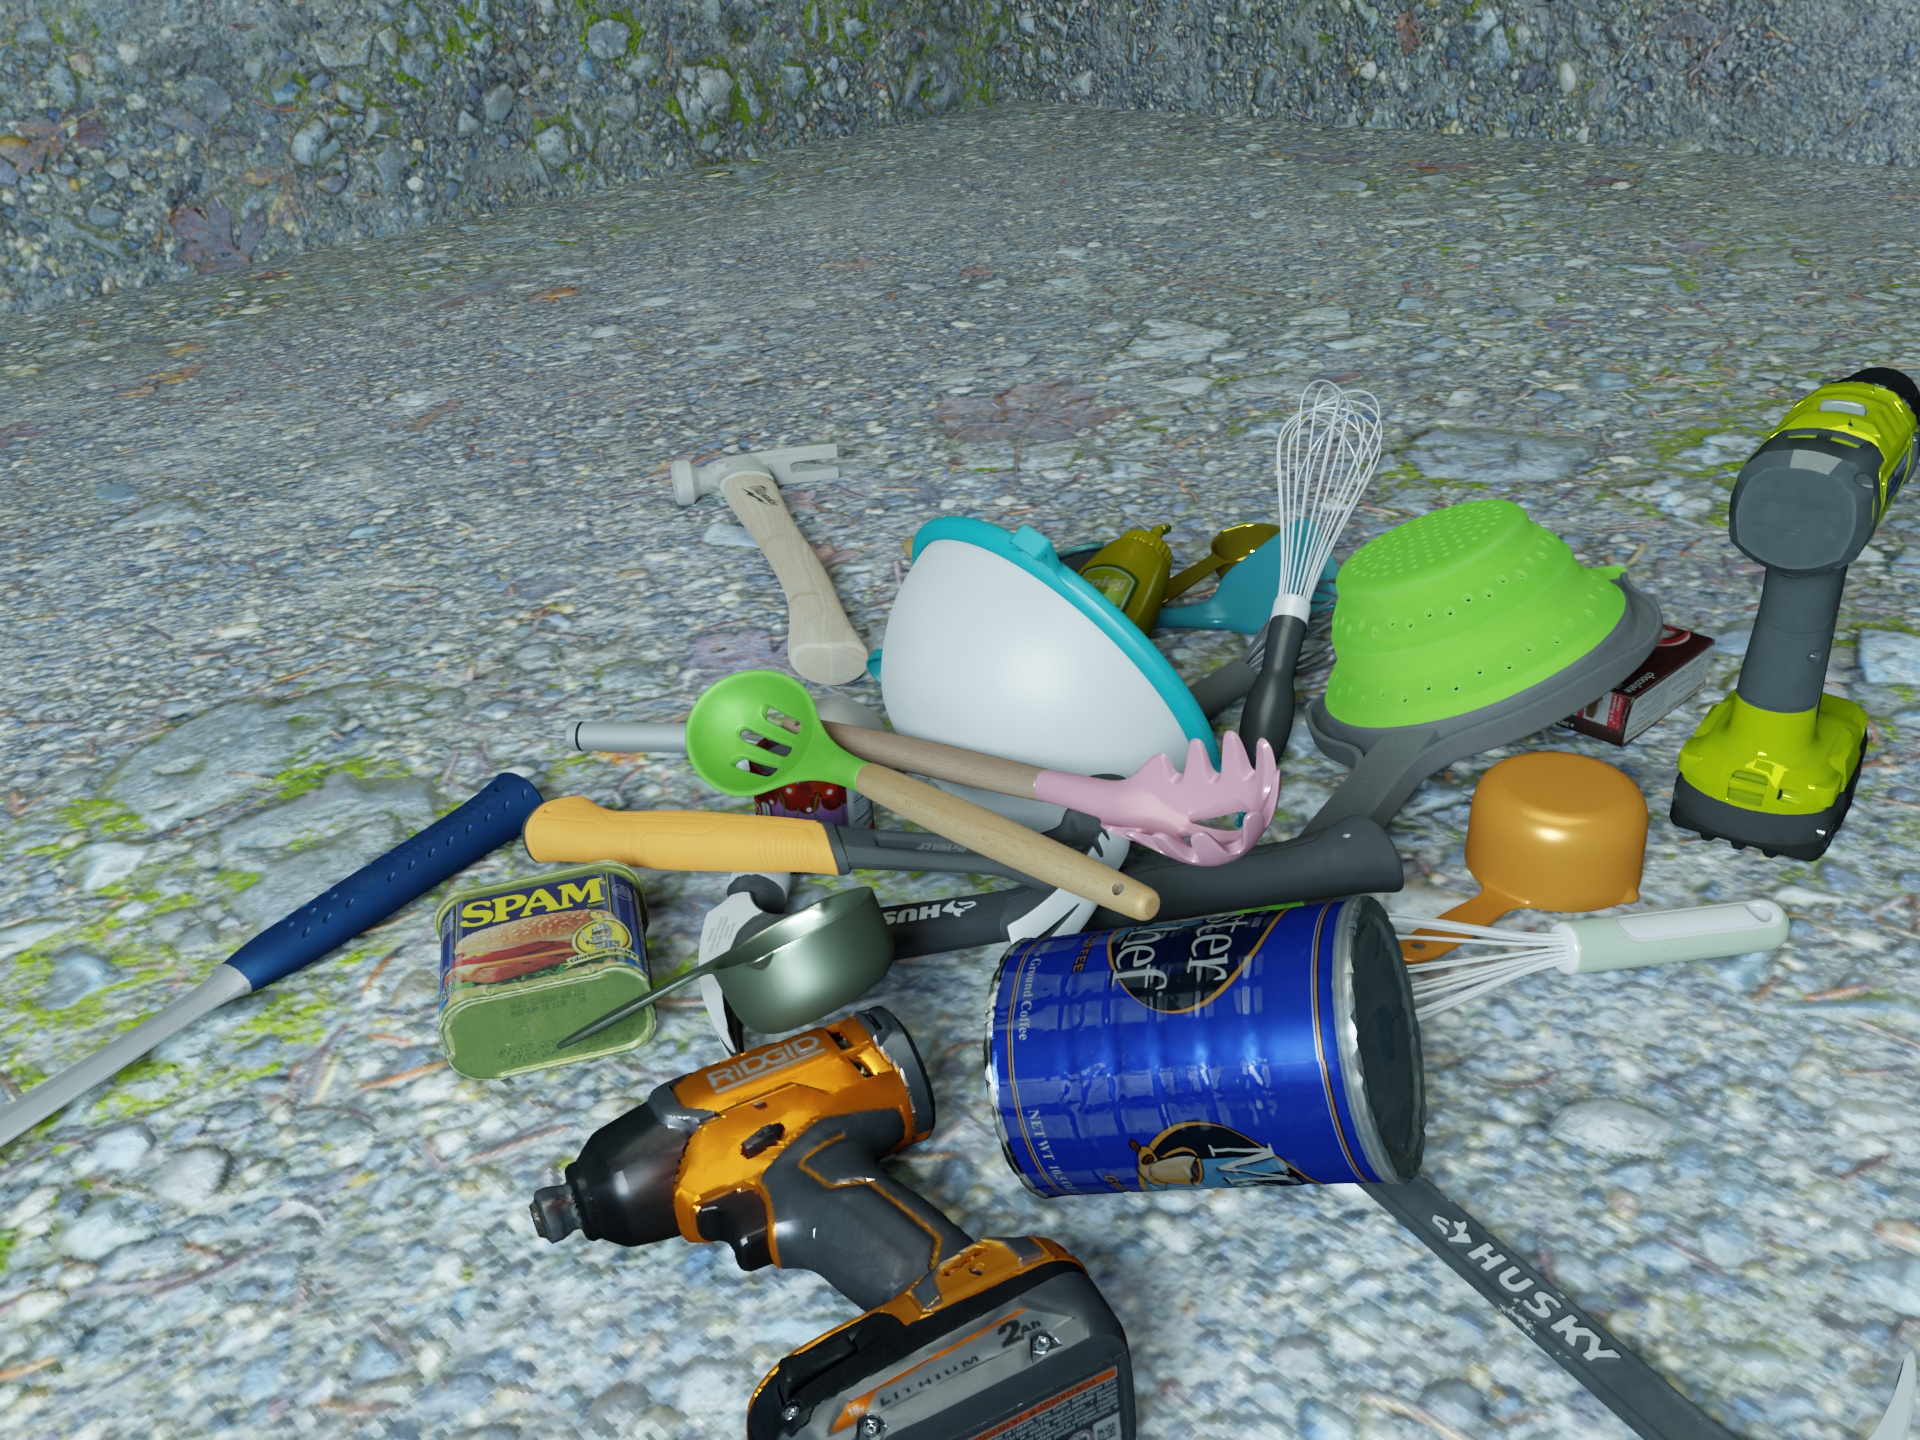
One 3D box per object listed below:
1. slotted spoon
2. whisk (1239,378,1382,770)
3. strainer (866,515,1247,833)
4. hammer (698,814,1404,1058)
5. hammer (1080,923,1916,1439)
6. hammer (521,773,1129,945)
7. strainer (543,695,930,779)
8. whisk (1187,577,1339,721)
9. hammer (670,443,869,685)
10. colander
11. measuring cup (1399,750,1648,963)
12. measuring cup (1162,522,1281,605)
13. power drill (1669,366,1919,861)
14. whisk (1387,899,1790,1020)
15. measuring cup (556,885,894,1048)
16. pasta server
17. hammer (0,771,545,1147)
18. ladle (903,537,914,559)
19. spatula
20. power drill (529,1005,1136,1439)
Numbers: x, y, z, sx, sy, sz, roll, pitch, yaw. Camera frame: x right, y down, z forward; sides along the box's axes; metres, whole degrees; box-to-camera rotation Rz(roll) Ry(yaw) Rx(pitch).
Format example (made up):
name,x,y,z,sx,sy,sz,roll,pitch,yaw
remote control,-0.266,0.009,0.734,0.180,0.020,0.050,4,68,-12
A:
name,x,y,z,sx,sy,sz,roll,pitch,yaw
slotted spoon,-0.028,0.036,0.739,0.314,0.031,0.070,20,76,45
whisk,0.208,-0.093,0.978,0.070,0.070,0.285,8,63,21
strainer,-0.001,-0.003,0.895,0.095,0.210,0.340,-47,21,-17
hammer,0.036,0.092,0.747,0.335,0.035,0.146,-10,29,11
hammer,0.168,0.174,0.635,0.149,0.036,0.409,-17,31,-24
hammer,-0.086,0.067,0.783,0.337,0.034,0.127,1,30,28
strainer,-0.140,0.009,0.973,0.258,0.050,0.087,1,13,15
whisk,0.176,-0.028,0.989,0.239,0.055,0.055,-30,38,-31
hammer,-0.124,-0.132,1.229,0.146,0.038,0.411,-10,30,-13
colander,0.234,-0.022,0.861,0.204,0.094,0.397,-10,24,47
measuring cup,0.274,0.067,0.794,0.173,0.052,0.095,-23,34,-34
measuring cup,0.172,-0.095,1.143,0.156,0.029,0.062,-31,35,-20
power drill,0.440,-0.062,0.823,0.080,0.228,0.190,17,35,34
whisk,0.271,0.105,0.734,0.246,0.059,0.058,-5,35,-10
measuring cup,-0.103,0.123,0.690,0.167,0.038,0.083,-27,4,18
pasta server,0.016,0.020,0.741,0.316,0.040,0.060,11,52,44
hammer,-0.360,0.135,0.777,0.144,0.035,0.405,14,34,31
ladle,-0.004,-0.092,1.109,0.069,0.031,0.316,-24,22,-6
spatula,0.098,-0.073,1.082,0.317,0.044,0.082,-10,54,-6
power drill,-0.056,0.199,0.579,0.164,0.084,0.227,-17,27,-21
